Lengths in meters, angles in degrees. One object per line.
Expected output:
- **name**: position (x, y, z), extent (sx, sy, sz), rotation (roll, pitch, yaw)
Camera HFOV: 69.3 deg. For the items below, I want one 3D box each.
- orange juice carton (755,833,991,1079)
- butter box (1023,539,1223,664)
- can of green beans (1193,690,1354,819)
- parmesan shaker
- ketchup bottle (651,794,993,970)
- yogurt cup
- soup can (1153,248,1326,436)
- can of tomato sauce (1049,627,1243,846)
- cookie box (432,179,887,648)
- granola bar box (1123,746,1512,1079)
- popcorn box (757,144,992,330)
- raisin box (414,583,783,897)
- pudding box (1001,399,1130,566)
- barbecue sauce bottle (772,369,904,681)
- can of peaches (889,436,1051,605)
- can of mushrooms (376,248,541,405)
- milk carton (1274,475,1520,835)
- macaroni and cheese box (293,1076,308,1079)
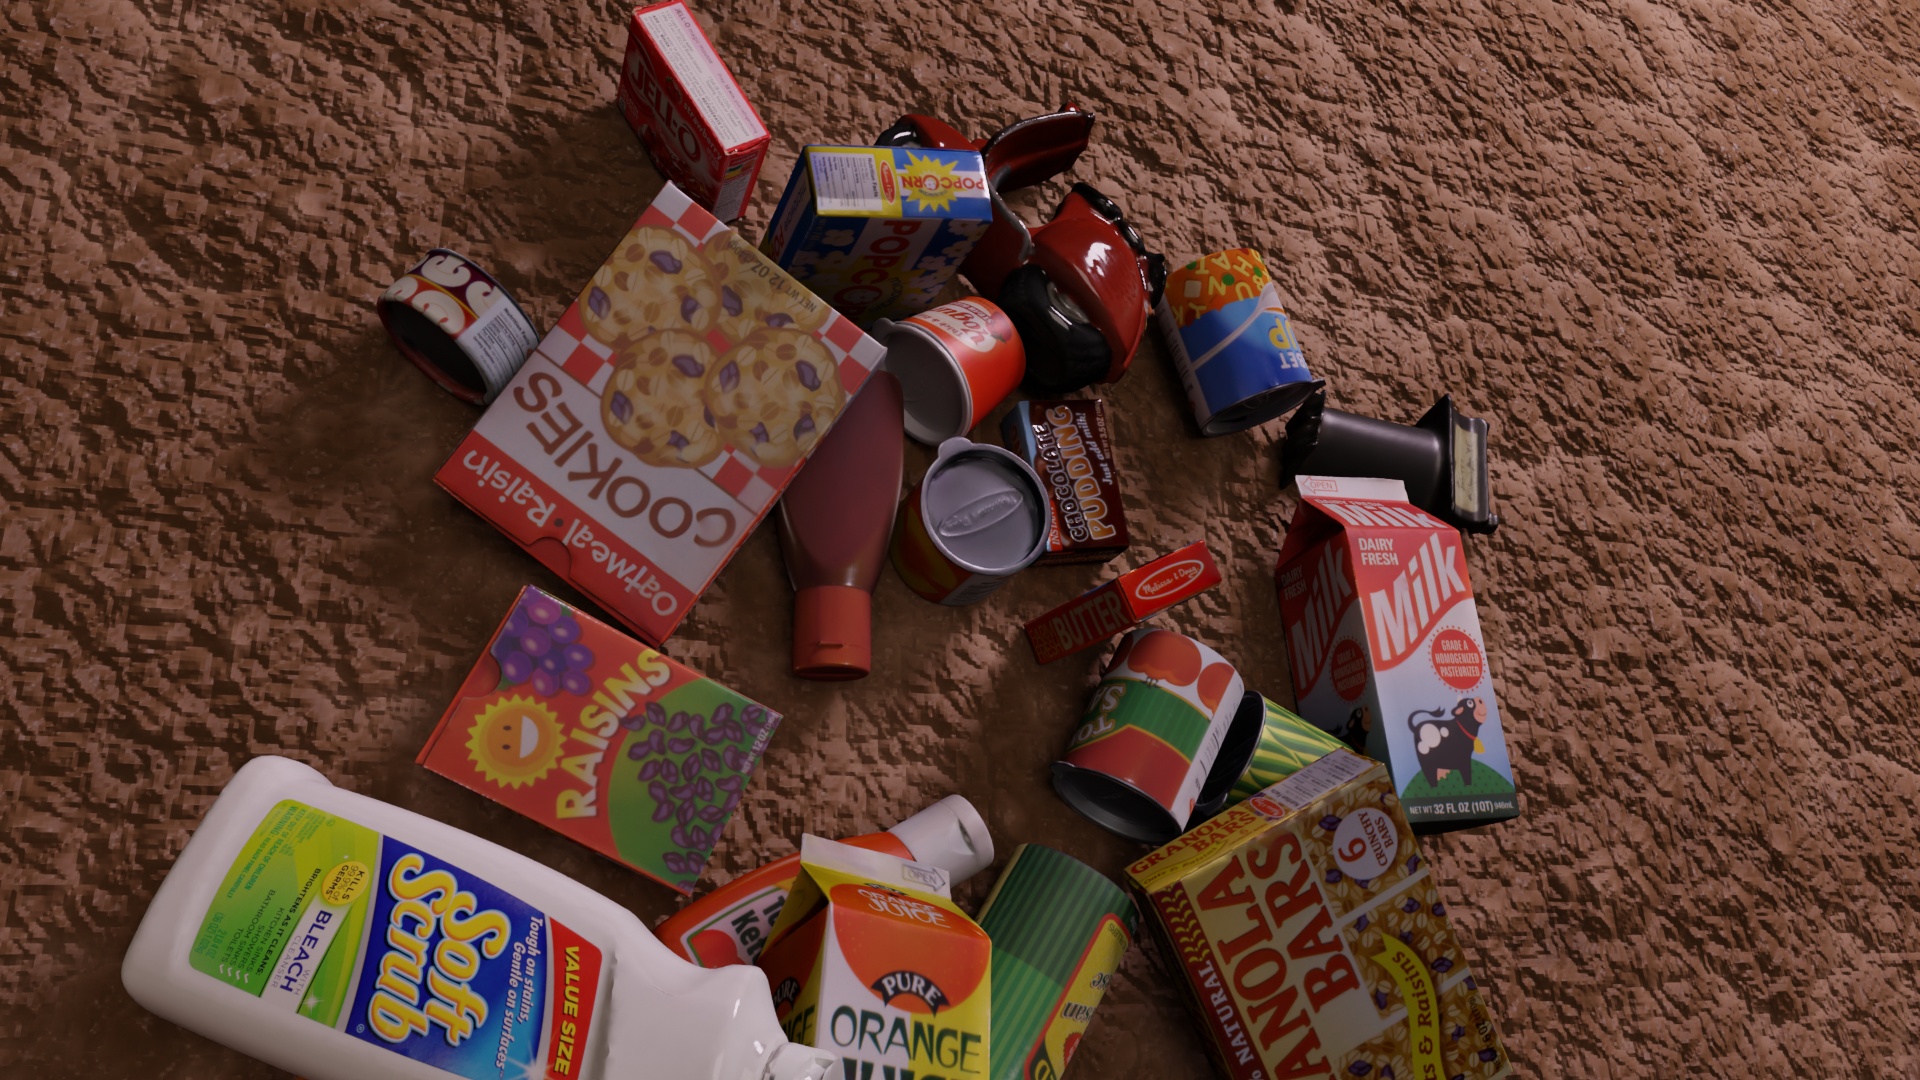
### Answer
- **orange juice carton**: position (-0.037, 0.205, 0.518), extent (0.072, 0.072, 0.194), rotation (21, 48, -22)
- **butter box**: position (0.075, 0.031, 0.665), extent (0.053, 0.103, 0.024), rotation (-22, 84, -27)
- **can of green beans**: position (0.153, 0.116, 0.683), extent (0.058, 0.071, 0.071), rotation (30, 64, -8)
- **parmesan shaker**: position (0.028, 0.192, 0.606), extent (0.071, 0.071, 0.103), rotation (37, 63, -5)
- **ketchup bottle**: position (-0.055, 0.160, 0.603), extent (0.149, 0.043, 0.065), rotation (-25, 85, -27)
- **yogurt cup**: position (-0.004, -0.088, 0.702), extent (0.054, 0.072, 0.072), rotation (-36, 86, -35)
- **soup can**: position (0.151, -0.109, 0.763), extent (0.071, 0.071, 0.084), rotation (-13, 76, -24)
- **can of tomato sauce**: position (0.089, 0.093, 0.669), extent (0.071, 0.071, 0.083), rotation (34, 63, -6)
- **cookie box**: position (-0.132, -0.055, 0.623), extent (0.123, 0.040, 0.167), rotation (37, 85, -4)
- **granola bar box**: position (0.164, 0.197, 0.632), extent (0.124, 0.039, 0.165), rotation (-26, 98, -11)
- **popcorn box**: position (-0.047, -0.142, 0.669), extent (0.085, 0.126, 0.038), rotation (-5, 76, -22)
- **raisin box**: position (-0.151, 0.085, 0.590), extent (0.123, 0.040, 0.086), rotation (29, 75, -8)
- **pudding box**: position (0.053, -0.030, 0.720), extent (0.050, 0.030, 0.084), rotation (-3, 72, -20)
- **barbecue sauce bottle**: position (-0.060, -0.009, 0.662), extent (0.065, 0.043, 0.149), rotation (1, 71, -5)
- **can of peaches**: position (0.002, -0.008, 0.677), extent (0.071, 0.058, 0.071), rotation (6, 69, -17)
- **can of mushrooms**: position (-0.225, -0.095, 0.621), extent (0.071, 0.070, 0.033), rotation (38, 64, -4)
- **milk carton**: position (0.221, 0.056, 0.726), extent (0.072, 0.073, 0.191), rotation (2, 70, -19)
- **macaroni and cheese box**: position (-0.194, 0.240, 0.524), extent (0.167, 0.040, 0.124), rotation (-30, 83, -27)
